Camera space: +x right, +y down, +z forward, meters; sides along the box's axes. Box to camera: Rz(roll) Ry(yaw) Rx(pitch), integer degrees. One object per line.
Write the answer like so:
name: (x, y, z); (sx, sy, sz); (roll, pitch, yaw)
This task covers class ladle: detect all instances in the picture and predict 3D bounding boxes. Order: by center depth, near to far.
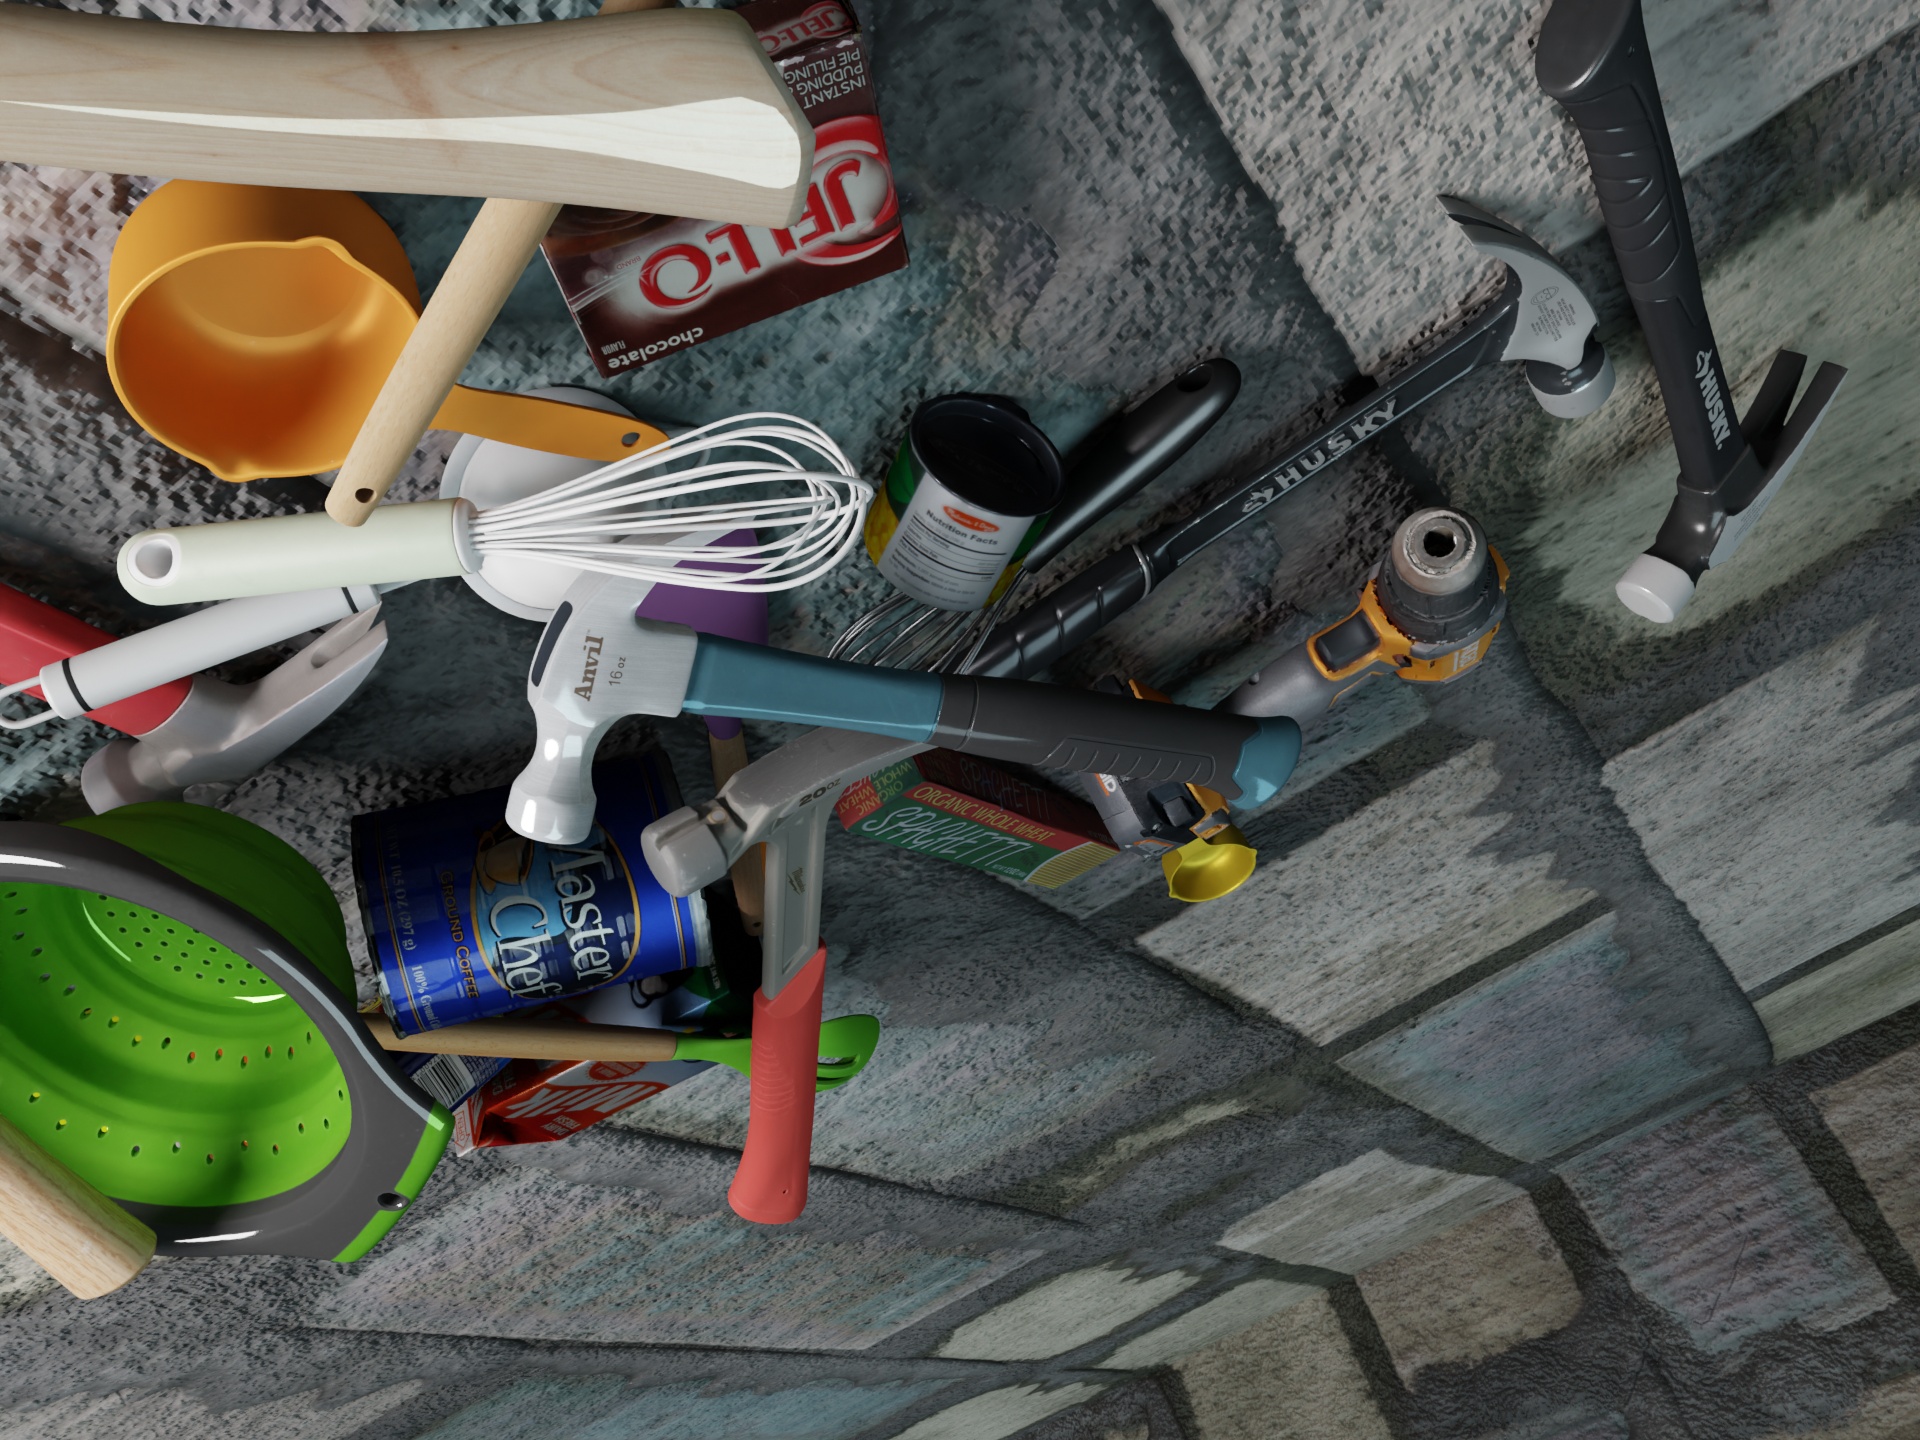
ladle: (-0.097, -0.178, 0.421); (0.078, 0.062, 0.320); (15, 127, -42)

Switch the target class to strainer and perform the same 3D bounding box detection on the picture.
strainer: (-0.201, -0.049, 0.552); (0.258, 0.050, 0.086); (-23, 119, -15)

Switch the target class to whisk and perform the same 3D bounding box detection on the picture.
whisk: (-0.150, -0.060, 0.511); (0.246, 0.058, 0.059); (-5, 174, 3)
whisk: (0.027, -0.072, 0.689); (0.239, 0.055, 0.055); (-40, 143, 19)

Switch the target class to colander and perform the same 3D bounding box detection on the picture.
colander: (-0.364, 0.059, 0.564); (0.397, 0.095, 0.204); (29, 122, -16)

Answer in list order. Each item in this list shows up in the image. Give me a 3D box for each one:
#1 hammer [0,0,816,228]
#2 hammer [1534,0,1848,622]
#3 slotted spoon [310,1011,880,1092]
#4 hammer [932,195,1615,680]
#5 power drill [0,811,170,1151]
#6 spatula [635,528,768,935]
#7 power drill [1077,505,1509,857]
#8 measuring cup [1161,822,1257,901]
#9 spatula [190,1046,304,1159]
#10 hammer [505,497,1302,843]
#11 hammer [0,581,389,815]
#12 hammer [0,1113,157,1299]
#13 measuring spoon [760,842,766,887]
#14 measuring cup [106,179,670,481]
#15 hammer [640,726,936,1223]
hammer: (-0.238, -0.136, 0.353); (0.410, 0.038, 0.146); (1, 123, -16)
hammer: (0.305, -0.181, 0.676); (0.146, 0.035, 0.334); (-51, 137, -3)
slotted spoon: (-0.171, 0.165, 0.804); (0.313, 0.031, 0.070); (12, 132, -36)
hammer: (0.096, -0.080, 0.728); (0.409, 0.036, 0.149); (-33, 144, 18)
power drill: (-0.441, 0.132, 0.686); (0.190, 0.080, 0.228); (-24, 145, -7)
spatula: (-0.113, 0.020, 0.763); (0.059, 0.018, 0.315); (-13, 144, -11)
power drill: (0.162, -0.022, 0.778); (0.226, 0.084, 0.185); (-30, 164, 9)
measuring cup: (0.131, 0.060, 0.969); (0.062, 0.029, 0.156); (-30, 135, 12)
spatula: (-0.379, 0.218, 0.835); (0.041, 0.081, 0.322); (-49, -177, -35)
hammer: (-0.001, -0.002, 0.623); (0.330, 0.033, 0.128); (8, 103, -30)
hammer: (-0.359, -0.070, 0.475); (0.143, 0.038, 0.385); (-33, 146, 14)
hammer: (-0.384, 0.080, 0.502); (0.130, 0.031, 0.331); (-21, 122, 17)
measuring spoon: (-0.101, 0.072, 0.853); (0.021, 0.011, 0.116); (-11, 146, -17)
measuring cup: (-0.174, -0.118, 0.502); (0.173, 0.052, 0.095); (7, 138, -39)
hammer: (-0.075, 0.137, 0.762); (0.149, 0.037, 0.358); (-26, 145, -29)
